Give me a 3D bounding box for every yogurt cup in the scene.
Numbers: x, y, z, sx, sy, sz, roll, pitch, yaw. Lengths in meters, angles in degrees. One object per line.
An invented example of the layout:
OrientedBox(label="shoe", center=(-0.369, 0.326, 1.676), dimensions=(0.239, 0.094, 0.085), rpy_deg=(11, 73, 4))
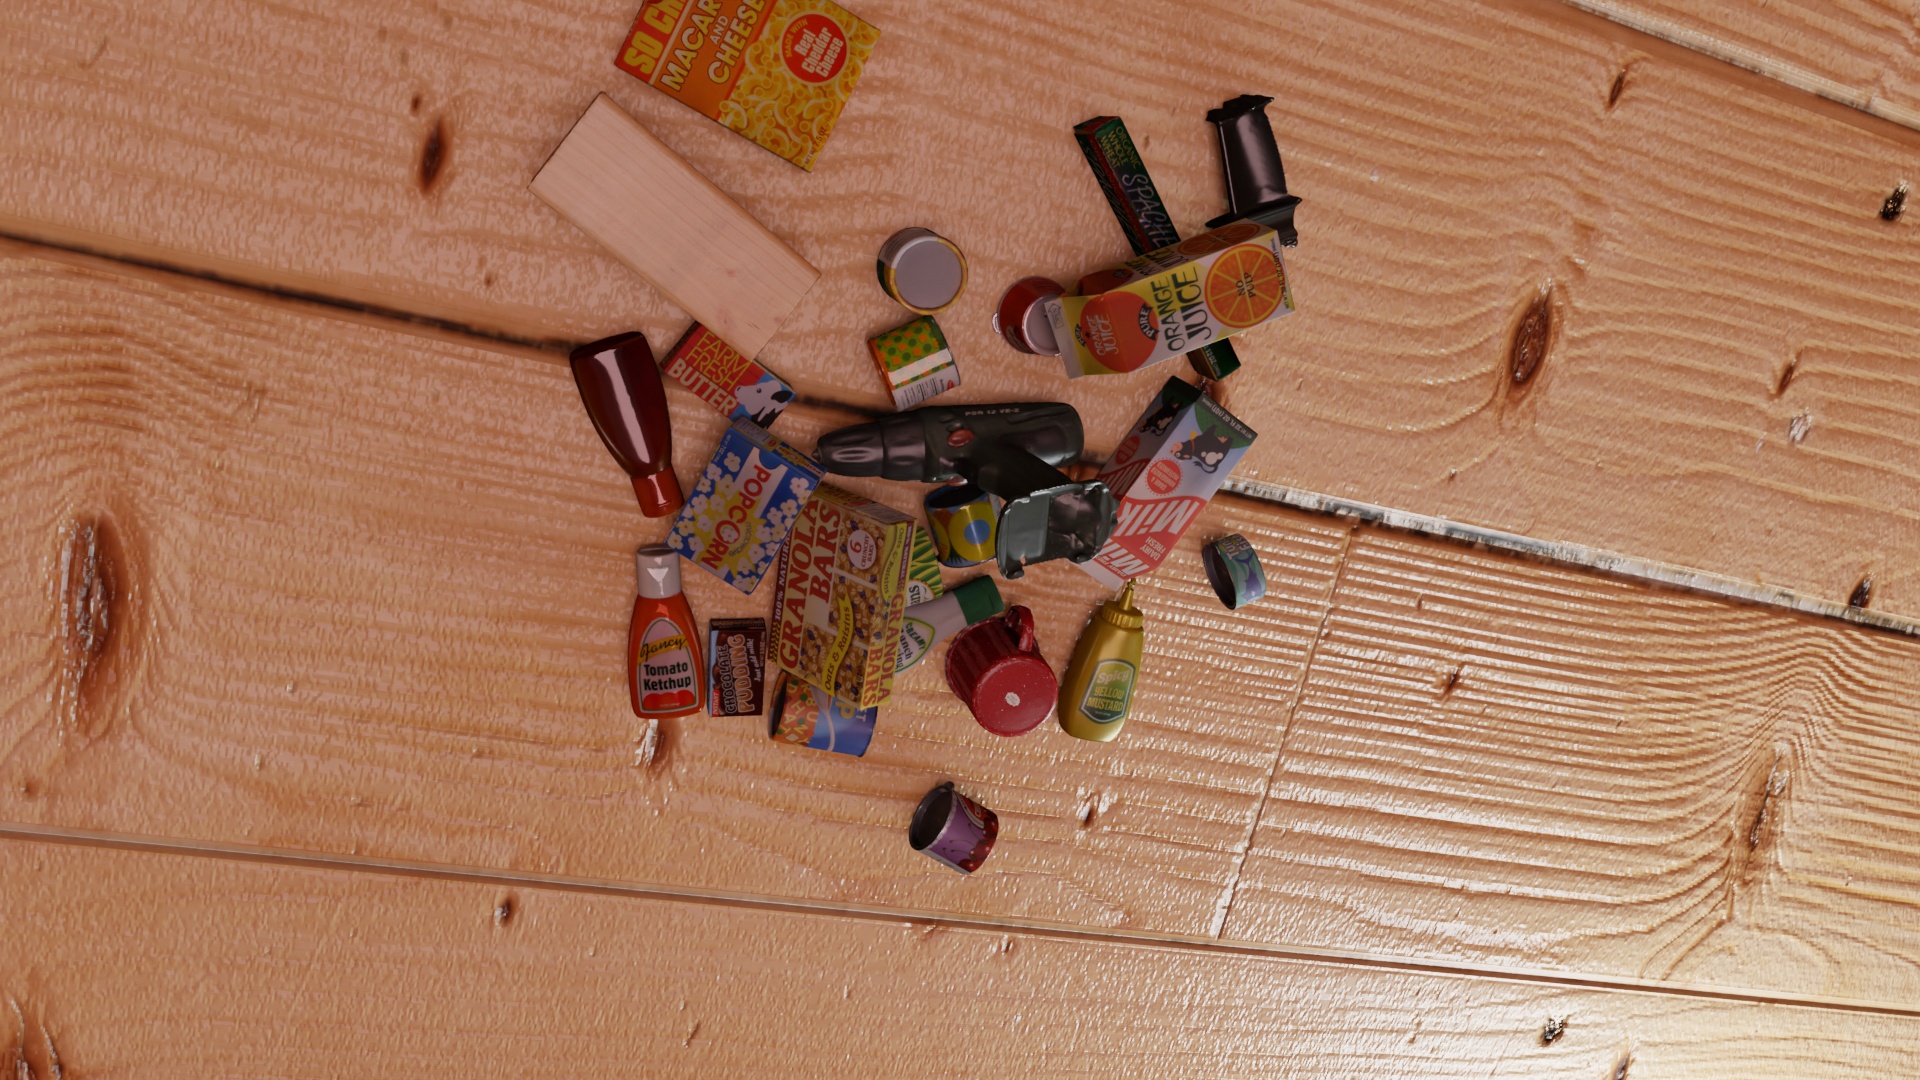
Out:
OrientedBox(label="yogurt cup", center=(0.071, -0.188, 1.185), dimensions=(0.072, 0.054, 0.072), rpy_deg=(-5, 109, -14))

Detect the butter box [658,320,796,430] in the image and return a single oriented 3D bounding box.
OrientedBox(label="butter box", center=(-0.191, -0.133, 1.140), dimensions=(0.103, 0.024, 0.053), rpy_deg=(36, 95, -33))

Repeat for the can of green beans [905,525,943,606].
OrientedBox(label="can of green beans", center=(-0.052, 0.026, 1.215), dimensions=(0.058, 0.071, 0.071), rpy_deg=(-16, 111, -10))

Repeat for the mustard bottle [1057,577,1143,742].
OrientedBox(label="mustard bottle", center=(0.138, 0.109, 1.301), dimensions=(0.065, 0.049, 0.159), rpy_deg=(10, 105, -19))

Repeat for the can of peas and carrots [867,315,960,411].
OrientedBox(label="can of peas and carrots", center=(-0.040, -0.151, 1.163), dimensions=(0.059, 0.071, 0.070), rpy_deg=(-24, 112, -5))

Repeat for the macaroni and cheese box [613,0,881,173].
OrientedBox(label="macaroni and cheese box", center=(-0.163, -0.379, 1.068), dimensions=(0.166, 0.040, 0.123), rpy_deg=(25, 99, -21))

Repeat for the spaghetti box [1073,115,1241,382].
OrientedBox(label="spaghetti box", center=(0.171, -0.249, 1.193), dimensions=(0.029, 0.050, 0.249), rpy_deg=(-33, 112, -3))

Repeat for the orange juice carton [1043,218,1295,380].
OrientedBox(label="orange juice carton", center=(0.168, -0.196, 1.143), dimensions=(0.193, 0.073, 0.071), rpy_deg=(-21, 113, -3))

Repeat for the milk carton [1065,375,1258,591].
OrientedBox(label="milk carton", center=(0.171, -0.046, 1.247), dimensions=(0.072, 0.073, 0.190), rpy_deg=(33, 97, -22))

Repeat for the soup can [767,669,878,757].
OrientedBox(label="soup can", center=(-0.122, 0.151, 1.236), dimensions=(0.084, 0.071, 0.071), rpy_deg=(13, 104, -18))

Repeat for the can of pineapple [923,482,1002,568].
OrientedBox(label="can of pineapple", center=(0.004, -0.015, 1.217), dimensions=(0.071, 0.071, 0.057), rpy_deg=(-20, 111, -8))

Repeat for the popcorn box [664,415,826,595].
OrientedBox(label="popcorn box", center=(-0.178, -0.028, 1.151), dimensions=(0.085, 0.038, 0.126), rpy_deg=(33, 114, -2))

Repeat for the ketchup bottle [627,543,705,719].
OrientedBox(label="ketchup bottle", center=(-0.255, 0.078, 1.191), dimensions=(0.065, 0.043, 0.148), rpy_deg=(-4, 108, -12))

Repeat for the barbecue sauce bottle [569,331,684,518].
OrientedBox(label="barbecue sauce bottle", center=(-0.265, -0.092, 1.133), dimensions=(0.065, 0.044, 0.148), rpy_deg=(-21, 112, -15))

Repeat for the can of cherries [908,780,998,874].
OrientedBox(label="can of cherries", center=(-0.005, 0.270, 1.306), dimensions=(0.058, 0.071, 0.071), rpy_deg=(33, 97, -22))

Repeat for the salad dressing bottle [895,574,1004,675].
OrientedBox(label="salad dressing bottle", center=(-0.034, 0.075, 1.248), dimensions=(0.148, 0.044, 0.064), rpy_deg=(-24, 111, -6))

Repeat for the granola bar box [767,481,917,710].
OrientedBox(label="granola bar box", center=(-0.104, 0.044, 1.177), dimensions=(0.039, 0.124, 0.165), rpy_deg=(-9, 113, -47))

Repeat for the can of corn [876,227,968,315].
OrientedBox(label="can of corn", center=(-0.030, -0.220, 1.145), dimensions=(0.071, 0.058, 0.071), rpy_deg=(-4, 109, -13))

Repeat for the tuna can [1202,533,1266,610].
OrientedBox(label="tuna can", center=(0.255, 0.027, 1.296), dimensions=(0.033, 0.071, 0.071), rpy_deg=(-21, 112, -8))

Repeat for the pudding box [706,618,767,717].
OrientedBox(label="pudding box", center=(-0.198, 0.112, 1.224), dimensions=(0.050, 0.030, 0.083), rpy_deg=(1, 107, -14))
